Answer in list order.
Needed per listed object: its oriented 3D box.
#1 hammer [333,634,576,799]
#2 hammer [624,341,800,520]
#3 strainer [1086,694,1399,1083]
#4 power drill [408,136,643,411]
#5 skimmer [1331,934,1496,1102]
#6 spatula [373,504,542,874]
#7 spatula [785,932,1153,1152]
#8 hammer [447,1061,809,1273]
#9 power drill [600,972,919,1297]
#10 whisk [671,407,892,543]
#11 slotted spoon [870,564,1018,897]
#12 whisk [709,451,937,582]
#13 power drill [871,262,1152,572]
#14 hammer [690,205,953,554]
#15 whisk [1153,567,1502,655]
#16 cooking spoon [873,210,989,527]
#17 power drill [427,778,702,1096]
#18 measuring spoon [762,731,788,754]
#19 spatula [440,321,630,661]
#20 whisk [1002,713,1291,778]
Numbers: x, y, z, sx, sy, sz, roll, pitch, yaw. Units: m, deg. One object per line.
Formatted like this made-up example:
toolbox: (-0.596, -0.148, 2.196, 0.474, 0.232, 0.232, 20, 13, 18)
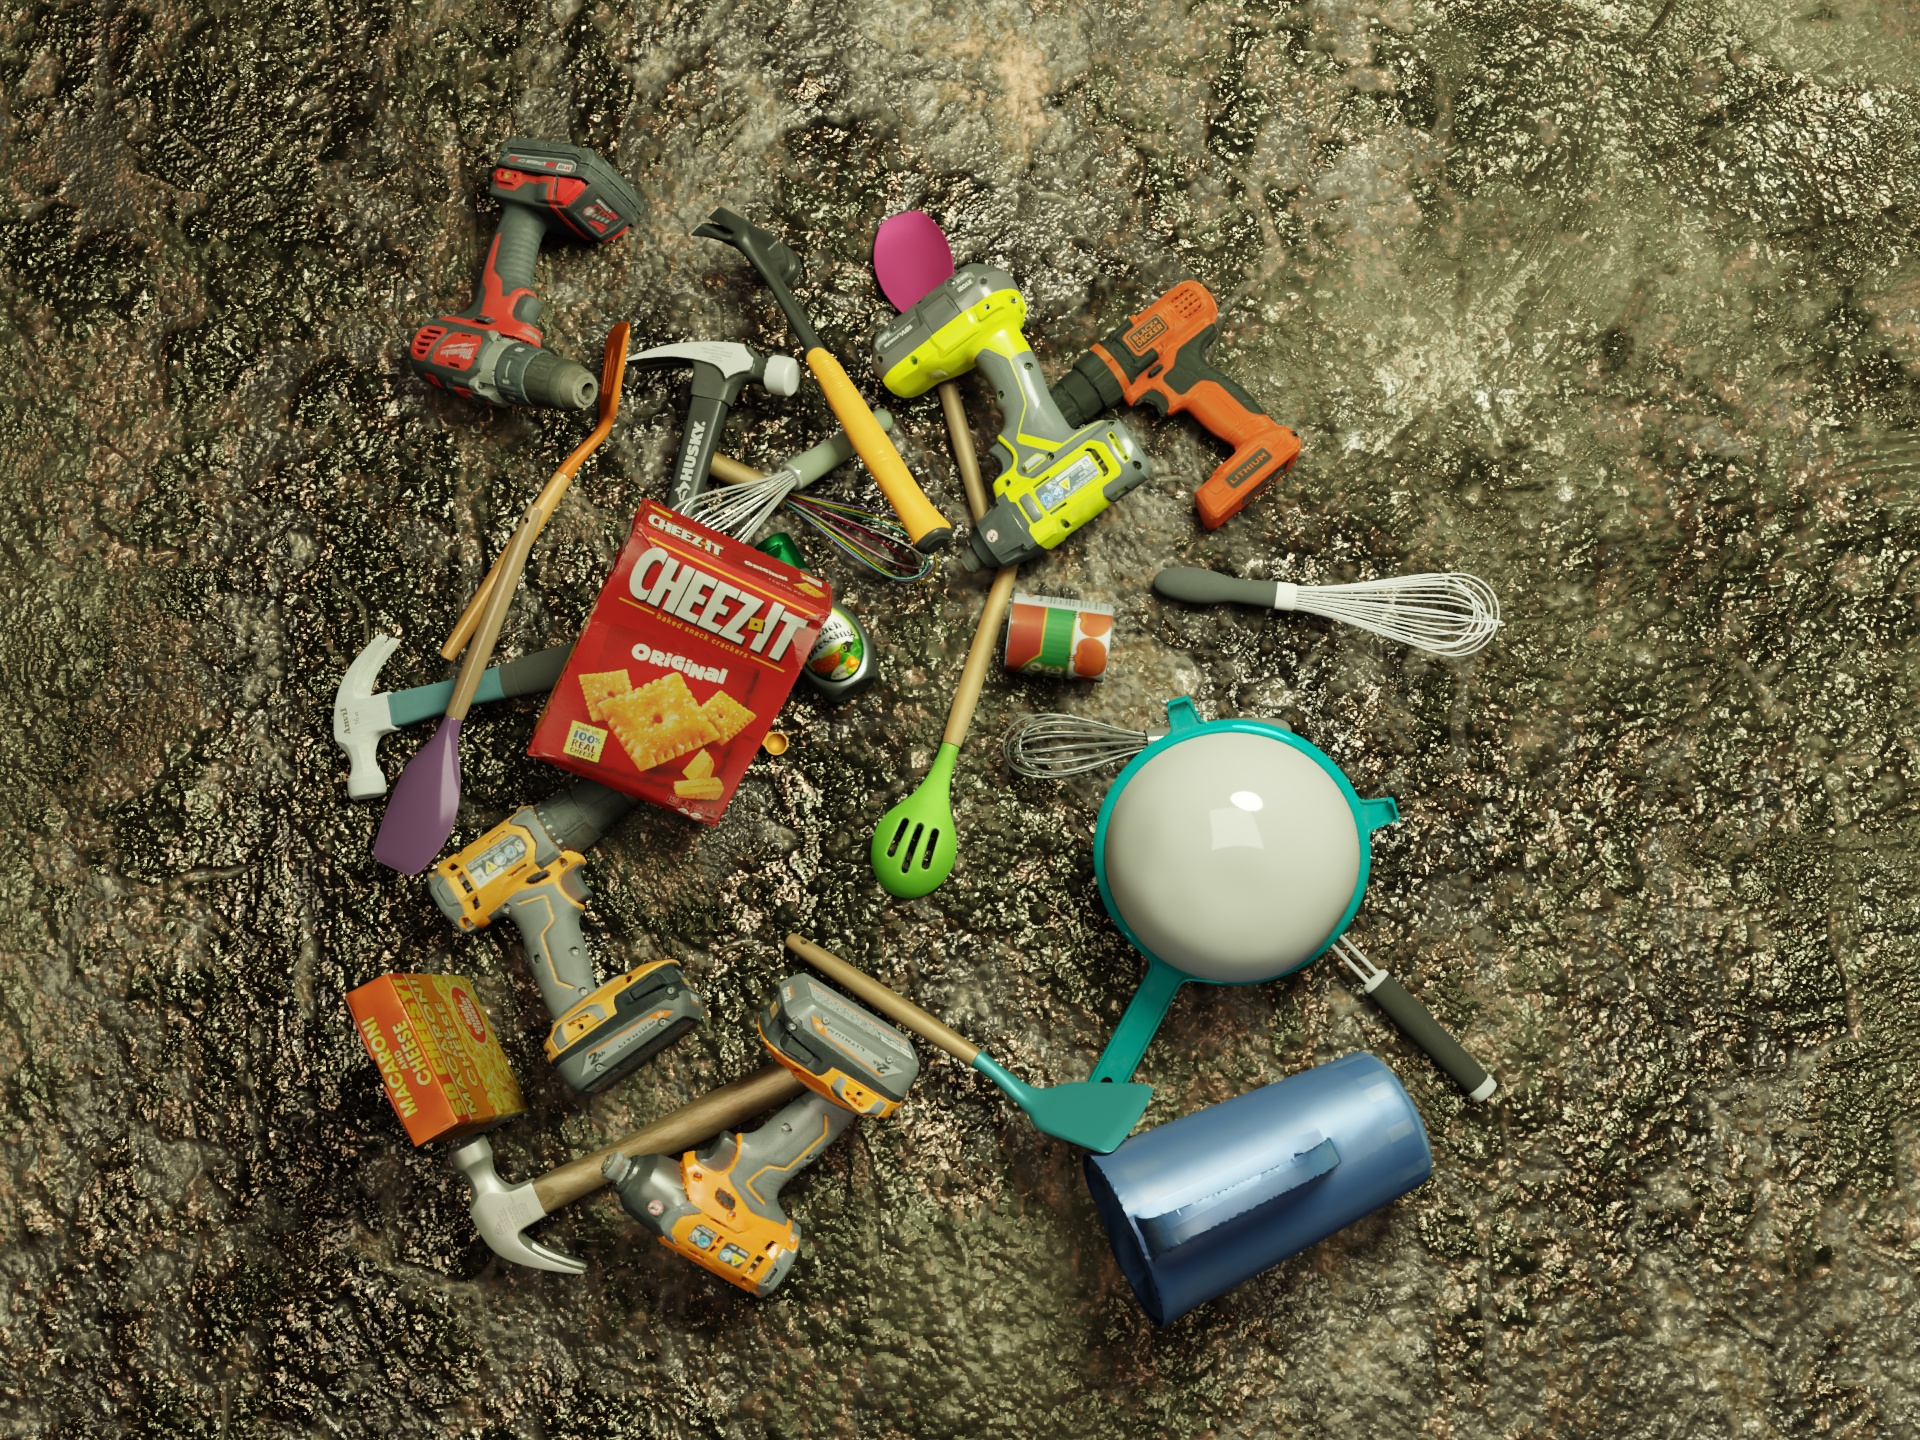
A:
hammer: (-0.363, -0.034, 1.312, 0.331, 0.033, 0.128, -14, 82, 8)
hammer: (-0.245, -0.157, 1.338, 0.146, 0.035, 0.335, 13, 87, 14)
strainer: (0.175, 0.166, 1.199, 0.211, 0.095, 0.340, 27, 101, 2)
power drill: (-0.355, -0.369, 1.353, 0.188, 0.080, 0.227, 18, 82, 27)
skimmer: (0.286, 0.162, 1.247, 0.127, 0.090, 0.363, -44, 82, -1)
spatula: (-0.400, -0.025, 1.291, 0.060, 0.018, 0.316, 21, 90, 11)
spatula: (-0.006, 0.243, 1.247, 0.318, 0.044, 0.082, 29, 38, 17)
hammer: (-0.226, 0.328, 1.259, 0.331, 0.031, 0.130, -24, 91, -5)
power drill: (-0.155, 0.310, 1.209, 0.164, 0.084, 0.226, 35, 93, -16)
whisk: (-0.145, -0.198, 1.314, 0.246, 0.058, 0.059, -39, 99, -31)
slotted spoon: (-0.002, -0.004, 1.322, 0.070, 0.031, 0.314, 17, 79, 5)
whisk: (-0.129, -0.176, 1.353, 0.245, 0.047, 0.051, 26, 70, 11)
power drill: (0.029, -0.245, 1.313, 0.171, 0.080, 0.223, -34, 80, 14)
hammer: (-0.105, -0.278, 1.307, 0.034, 0.127, 0.337, -37, 73, 19)
whisk: (0.302, -0.099, 1.317, 0.284, 0.070, 0.070, 8, 80, 9)
cooking spoon: (-0.014, -0.297, 1.380, 0.069, 0.017, 0.319, -15, 79, 4)
power drill: (-0.296, 0.161, 1.278, 0.185, 0.084, 0.226, -35, 76, -6)
measuring spoon: (-0.196, 0.000, 1.338, 0.117, 0.011, 0.021, 25, 82, 10)
spatula: (-0.360, -0.194, 1.359, 0.041, 0.081, 0.322, 33, 86, -25)
whisk: (0.153, 0.015, 1.305, 0.239, 0.055, 0.055, -4, 80, -3)
